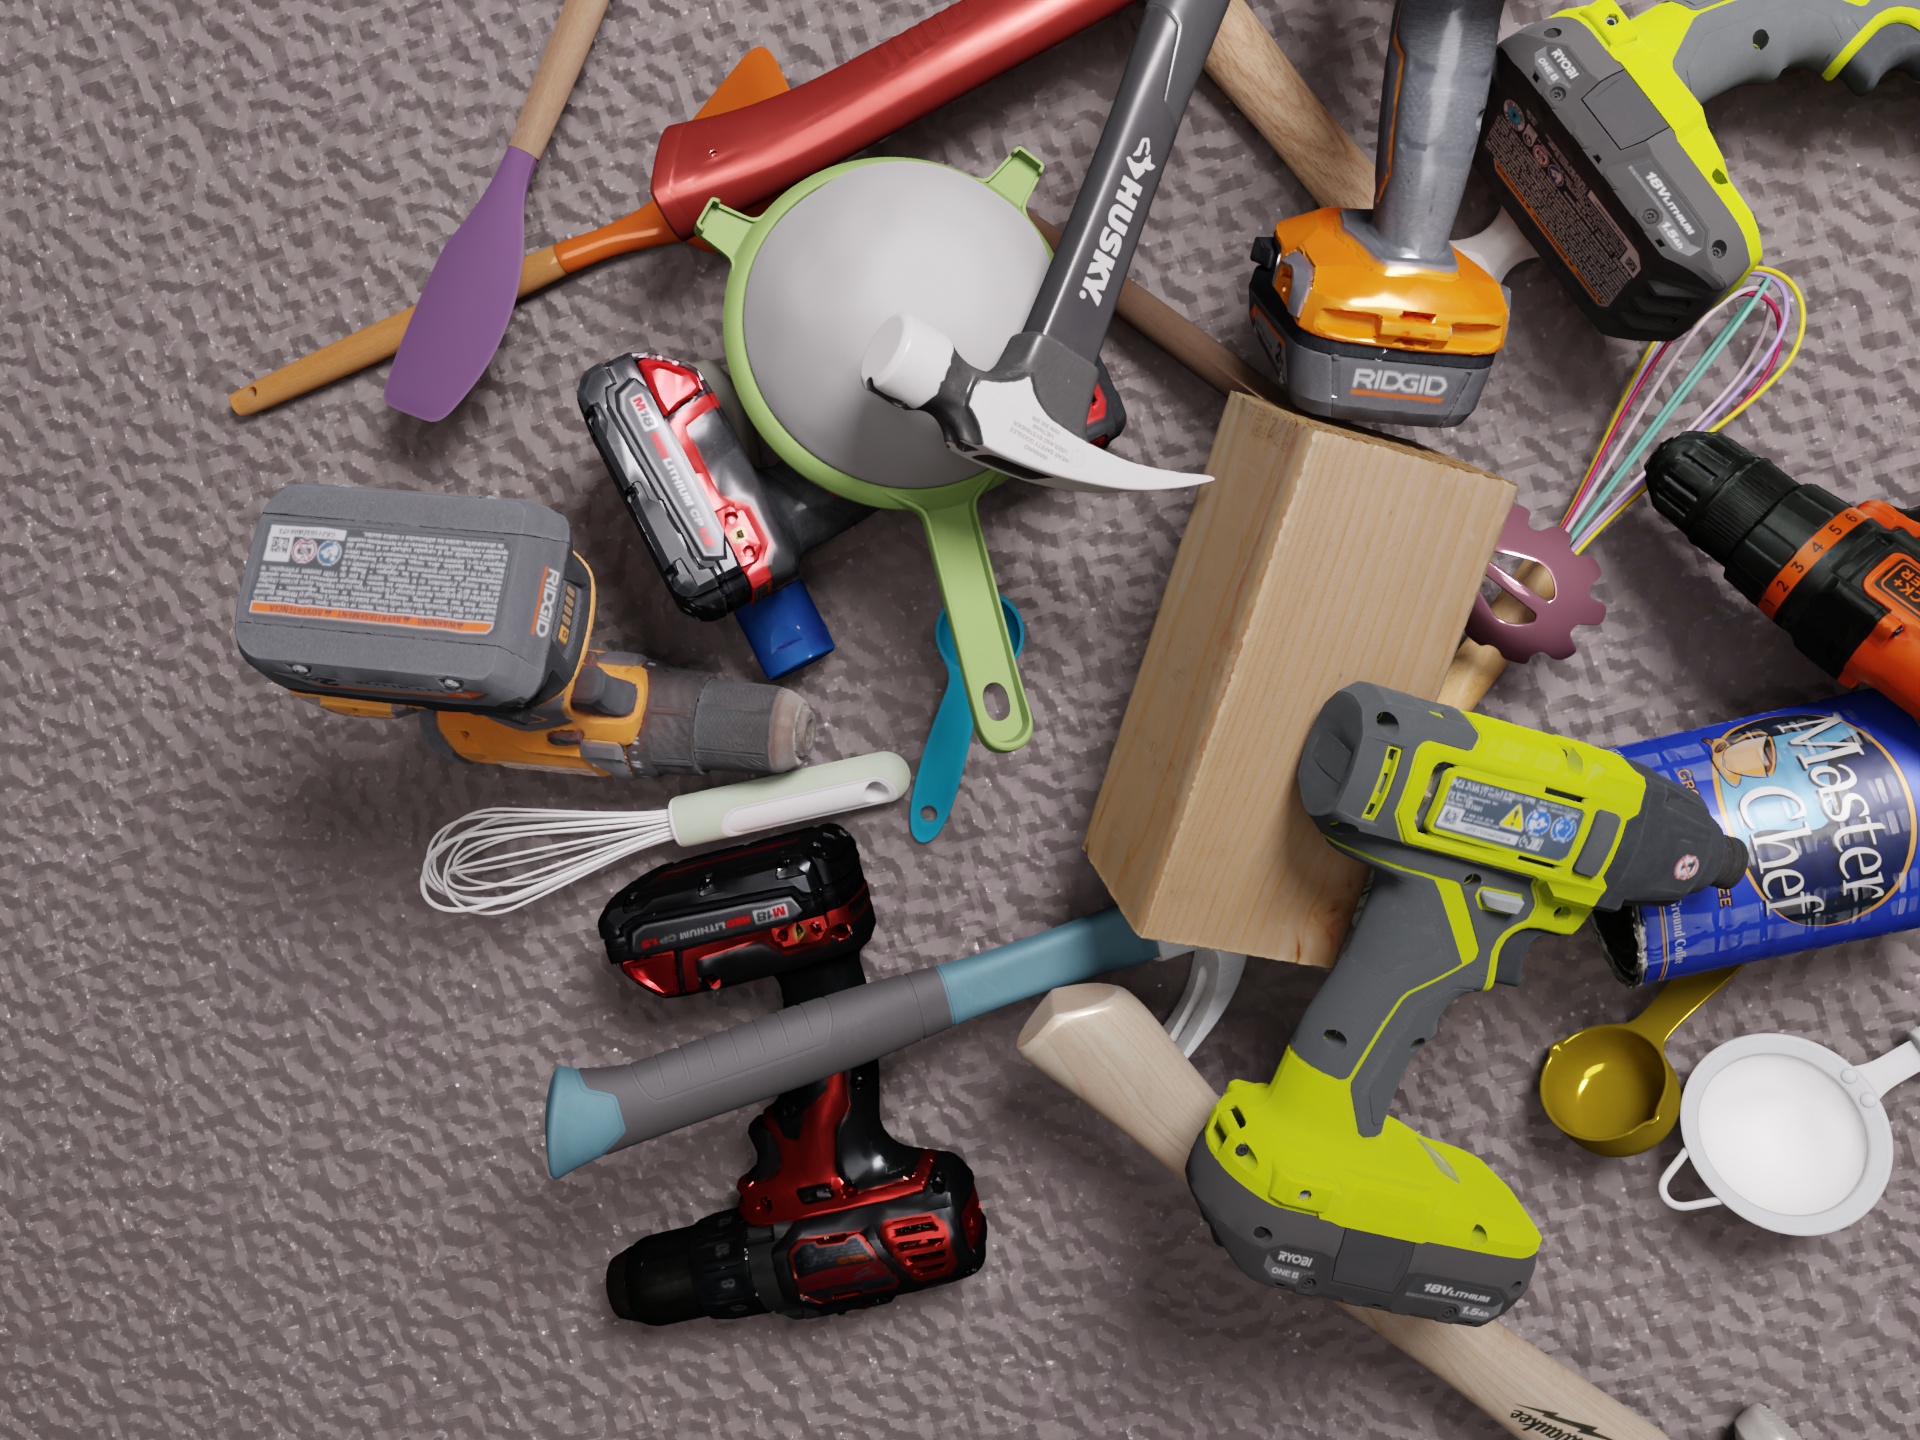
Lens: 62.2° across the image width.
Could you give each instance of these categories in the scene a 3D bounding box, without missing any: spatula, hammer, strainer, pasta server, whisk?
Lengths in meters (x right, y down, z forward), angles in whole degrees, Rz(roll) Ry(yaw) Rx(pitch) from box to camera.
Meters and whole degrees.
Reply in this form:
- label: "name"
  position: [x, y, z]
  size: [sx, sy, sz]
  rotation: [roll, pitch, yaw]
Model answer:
- label: "spatula"
  position: [-0.192, -0.286, 0.739]
  size: [0.060, 0.018, 0.316]
  rotation: [21, 89, 27]
- label: "hammer"
  position: [0.117, -0.302, 0.709]
  size: [0.130, 0.031, 0.331]
  rotation: [-39, 88, 9]
- label: "strainer"
  position: [-0.006, -0.113, 0.638]
  size: [0.151, 0.069, 0.256]
  rotation: [-13, 88, -12]
- label: "pasta server"
  position: [0.146, -0.133, 0.705]
  size: [0.316, 0.040, 0.060]
  rotation: [40, 108, 14]
- label: "hammer"
  position: [0.186, 0.262, 0.708]
  size: [0.410, 0.038, 0.146]
  rotation: [39, 100, -7]
- label: "strainer"
  position: [0.420, 0.149, 0.699]
  size: [0.258, 0.050, 0.087]
  rotation: [-31, 66, 4]
- label: "spatula"
  position: [-0.216, -0.214, 0.759]
  size: [0.322, 0.041, 0.081]
  rotation: [-21, 86, 10]
- label: "hammer"
  position: [0.034, -0.295, 0.681]
  size: [0.359, 0.036, 0.149]
  rotation: [-27, 88, 4]
- label: "hammer"
  position: [-0.021, 0.124, 0.698]
  size: [0.331, 0.033, 0.128]
  rotation: [-16, 96, -16]
- label: "hammer"
  position: [0.082, -0.247, 0.622]
  size: [0.146, 0.035, 0.335]
  rotation: [24, 83, -30]
- label: "whisk"
  position: [-0.144, 0.051, 0.769]
  size: [0.246, 0.059, 0.057]
  rotation: [-13, 131, 5]
- label: "whisk"
  position: [0.281, -0.091, 0.698]
  size: [0.047, 0.051, 0.245]
  rotation: [34, 101, -2]

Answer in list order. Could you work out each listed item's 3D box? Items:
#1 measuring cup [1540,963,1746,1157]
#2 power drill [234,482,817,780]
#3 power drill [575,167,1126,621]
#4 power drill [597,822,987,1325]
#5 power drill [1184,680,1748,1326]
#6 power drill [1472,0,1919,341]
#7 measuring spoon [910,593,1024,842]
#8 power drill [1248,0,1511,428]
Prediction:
- label: "measuring cup"
  position: [0.327, 0.133, 0.714]
  size: [0.156, 0.062, 0.029]
  rotation: [-45, 122, -3]
- label: "power drill"
  position: [-0.170, -0.021, 0.678]
  size: [0.185, 0.226, 0.084]
  rotation: [6, 76, 9]
- label: "power drill"
  position: [-0.049, -0.145, 0.703]
  size: [0.219, 0.078, 0.143]
  rotation: [-27, 92, -9]
- label: "power drill"
  position: [-0.102, 0.179, 0.760]
  size: [0.188, 0.080, 0.226]
  rotation: [-15, 95, 9]
- label: "power drill"
  position: [0.190, 0.110, 0.610]
  size: [0.171, 0.080, 0.223]
  rotation: [15, 104, -11]
- label: "power drill"
  position: [0.344, -0.253, 0.635]
  size: [0.228, 0.080, 0.191]
  rotation: [-32, 80, -2]
- label: "measuring spoon"
  position: [-0.001, -0.002, 0.761]
  size: [0.042, 0.021, 0.128]
  rotation: [18, 106, 5]
- label: "power drill"
  position: [0.172, -0.244, 0.602]
  size: [0.084, 0.164, 0.226]
  rotation: [5, 122, -4]
